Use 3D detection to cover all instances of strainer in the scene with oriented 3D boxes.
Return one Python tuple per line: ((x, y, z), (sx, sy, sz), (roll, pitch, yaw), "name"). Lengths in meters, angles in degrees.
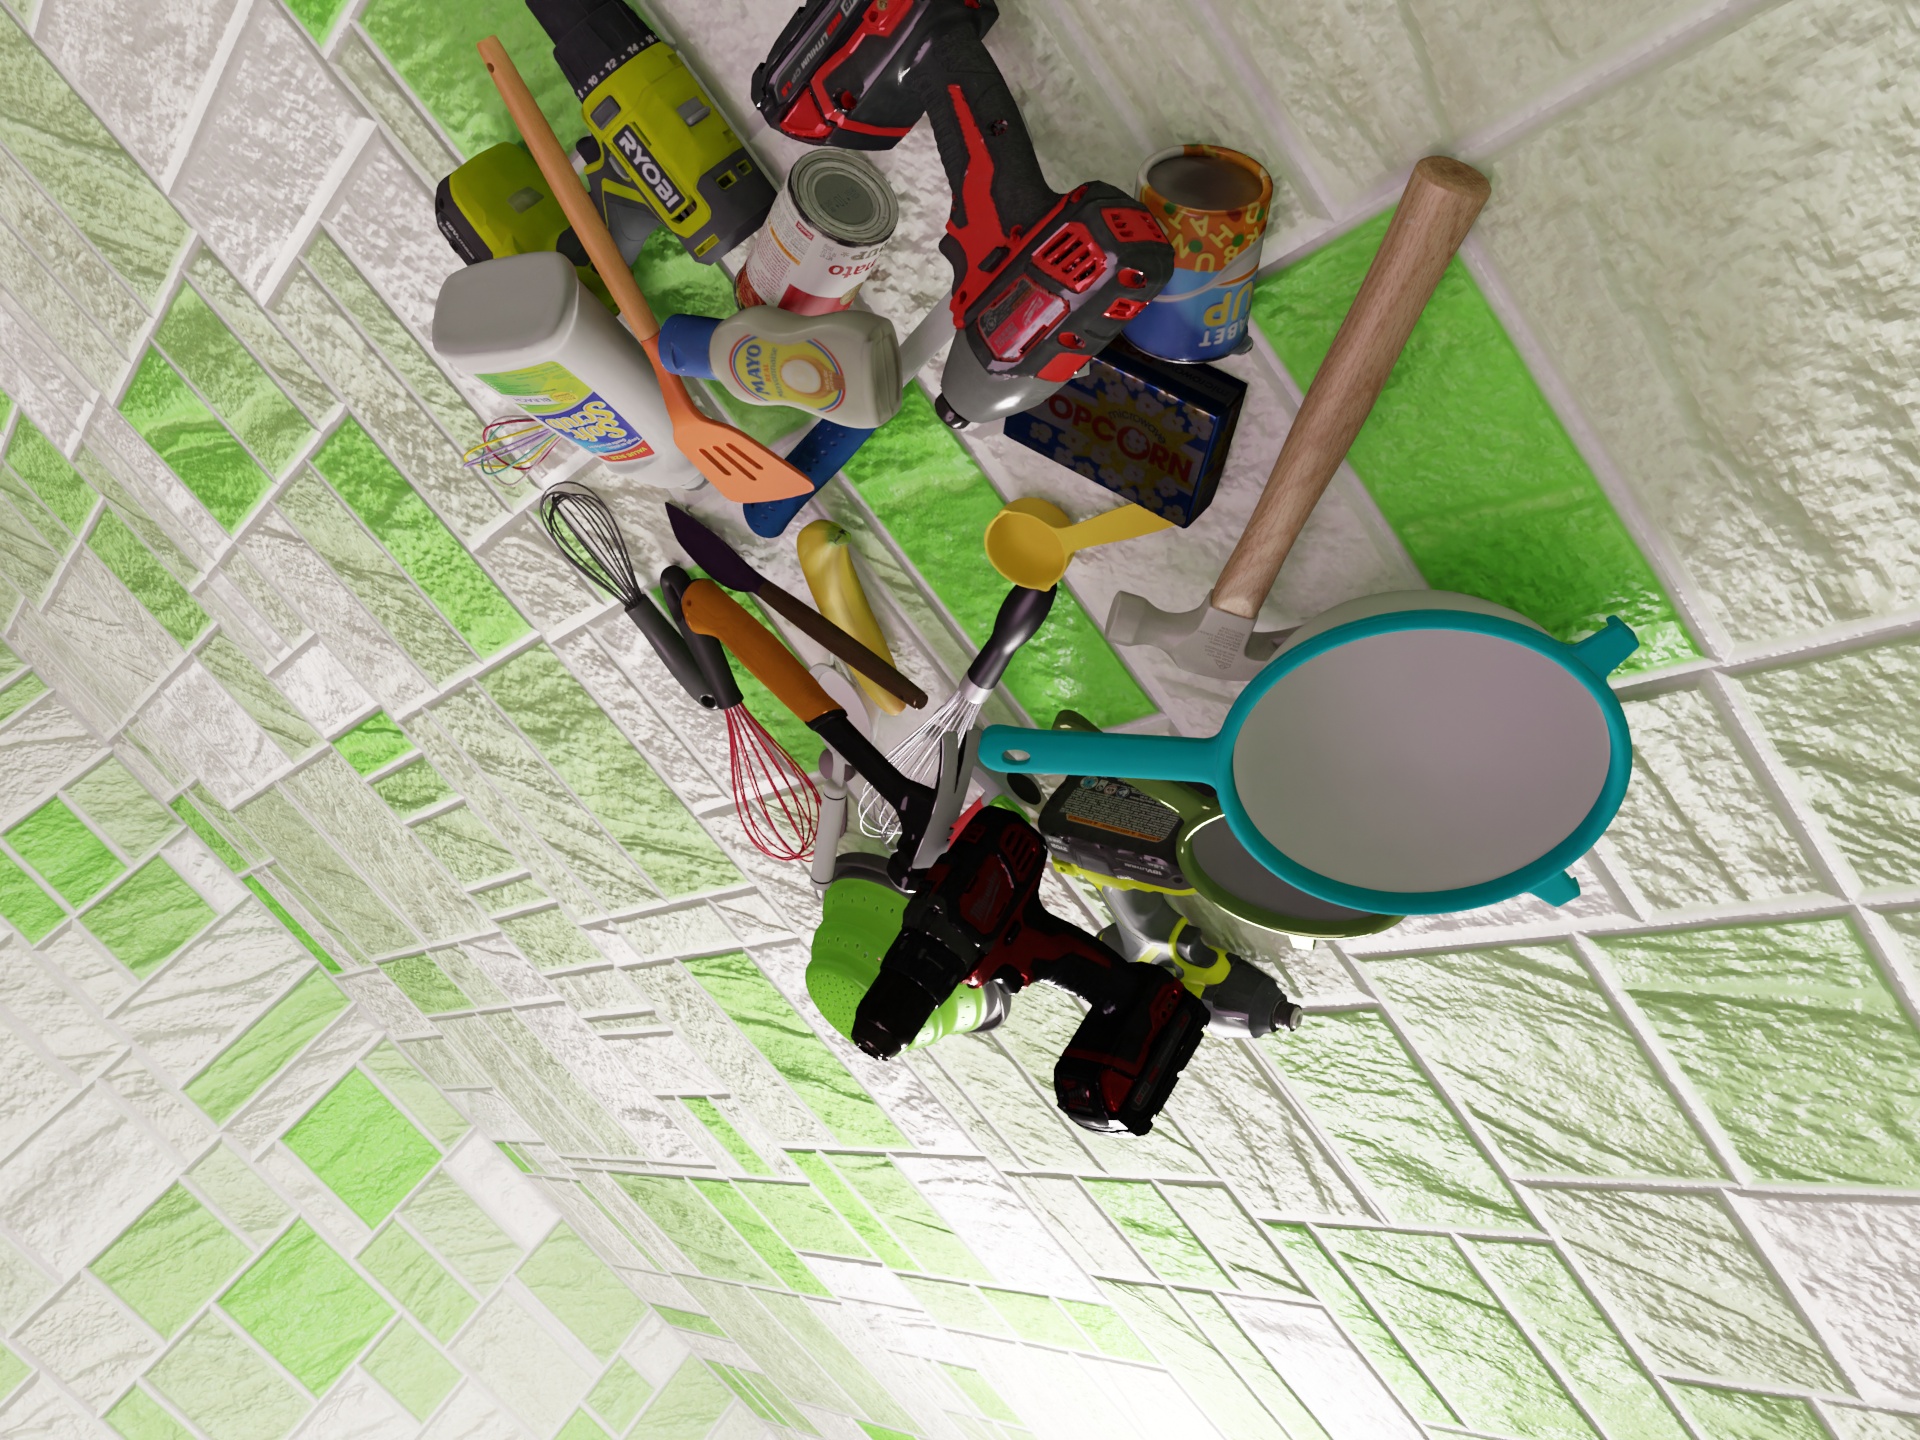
((0.183, 0.000, 0.878), (0.340, 0.095, 0.210), (3, 131, 11), "strainer")
((-0.098, 0.047, 1.276), (0.087, 0.050, 0.258), (39, 133, 34), "strainer")
((0.172, 0.046, 0.995), (0.256, 0.069, 0.151), (31, 145, -12), "strainer")

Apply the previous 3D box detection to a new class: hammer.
((-0.110, -0.021, 1.172), (0.337, 0.034, 0.127), (41, 124, 37), "hammer")
((-0.047, -0.197, 0.972), (0.405, 0.035, 0.144), (-30, 76, 58), "hammer")
((-0.037, 0.119, 1.341), (0.143, 0.038, 0.386), (43, 146, 0), "hammer")
((0.184, -0.137, 0.823), (0.130, 0.031, 0.331), (16, 138, -3), "hammer")

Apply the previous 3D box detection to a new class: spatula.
((-0.197, -0.262, 0.973), (0.081, 0.041, 0.322), (-2, 126, 40), "spatula")
((-0.127, -0.083, 1.162), (0.316, 0.018, 0.059), (35, 150, 38), "spatula")

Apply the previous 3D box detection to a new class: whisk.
((-0.311, -0.228, 1.232), (0.245, 0.051, 0.047), (-10, 142, 44), "whisk")
((-0.187, 0.001, 1.345), (0.073, 0.073, 0.295), (3, 124, 42), "whisk")
((-0.002, -0.004, 1.120), (0.070, 0.070, 0.284), (37, 129, 6), "whisk")
((-0.267, -0.099, 1.324), (0.055, 0.055, 0.238), (-2, 132, 45), "whisk")

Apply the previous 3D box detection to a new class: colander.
((-0.040, 0.178, 1.287), (0.204, 0.094, 0.397), (41, 146, 6), "colander")

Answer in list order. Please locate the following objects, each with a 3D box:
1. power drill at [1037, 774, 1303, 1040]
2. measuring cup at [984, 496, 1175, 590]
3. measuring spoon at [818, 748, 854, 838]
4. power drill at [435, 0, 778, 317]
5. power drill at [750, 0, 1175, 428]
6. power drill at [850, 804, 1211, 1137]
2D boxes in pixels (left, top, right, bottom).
((0.153, 0.140, 1.149), (0.171, 0.080, 0.223), (13, 140, 37), "power drill")
((0.085, -0.122, 0.977), (0.156, 0.029, 0.062), (-12, 120, 36), "measuring cup")
((-0.110, 0.070, 1.375), (0.034, 0.018, 0.124), (29, 145, 17), "measuring spoon")
((-0.236, -0.345, 0.992), (0.228, 0.080, 0.190), (-18, 116, 49), "power drill")
((-0.003, -0.257, 0.776), (0.143, 0.078, 0.220), (-40, 77, 39), "power drill")
((0.044, 0.193, 1.082), (0.226, 0.188, 0.080), (43, 156, -19), "power drill")
